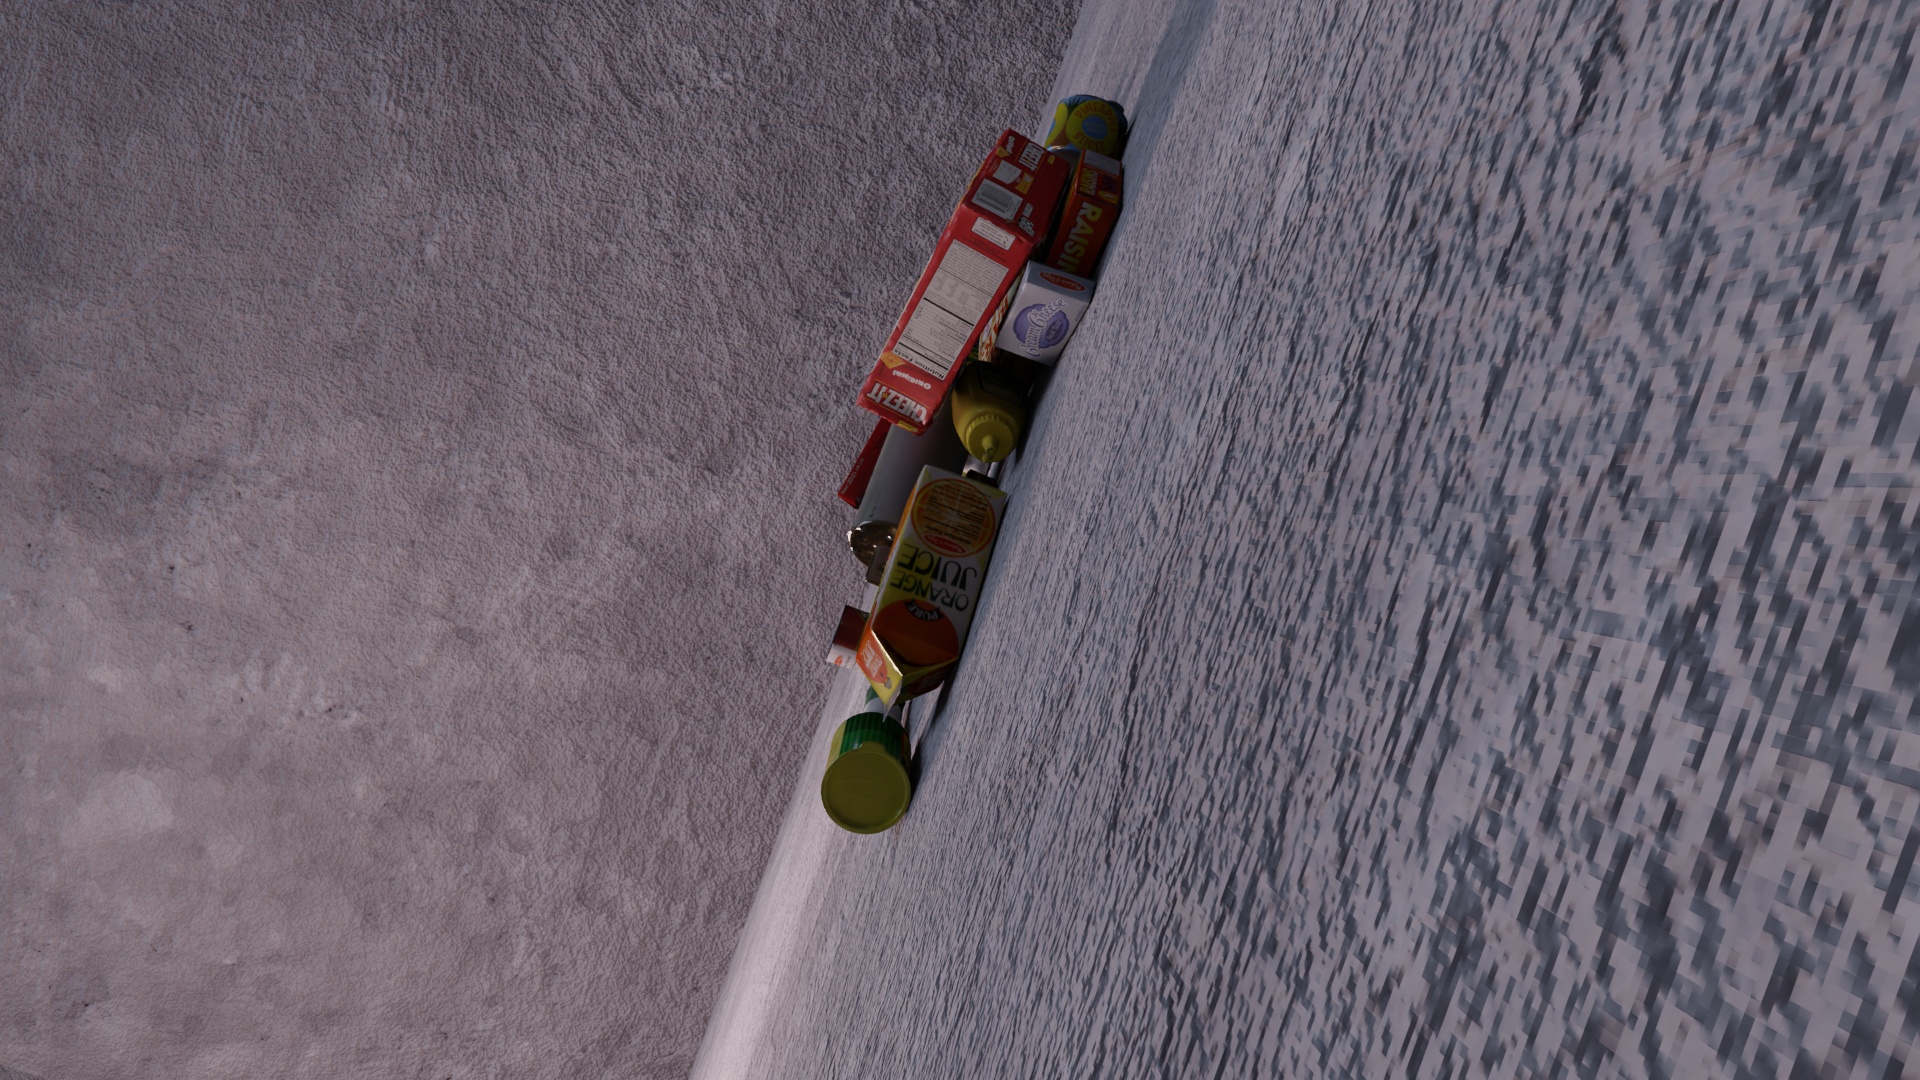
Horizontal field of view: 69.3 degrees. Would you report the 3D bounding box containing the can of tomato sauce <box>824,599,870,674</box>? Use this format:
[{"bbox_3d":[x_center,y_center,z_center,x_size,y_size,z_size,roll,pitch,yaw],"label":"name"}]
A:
[{"bbox_3d":[-0.099,0.113,1.527,0.071,0.083,0.071,-155,86,-85],"label":"can of tomato sauce"}]

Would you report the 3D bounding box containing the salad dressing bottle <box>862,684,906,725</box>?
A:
[{"bbox_3d":[-0.074,0.173,1.245,0.148,0.044,0.064,-82,15,-69],"label":"salad dressing bottle"}]

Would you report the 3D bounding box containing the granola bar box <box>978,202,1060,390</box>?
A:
[{"bbox_3d":[0.060,-0.216,1.277,0.125,0.039,0.164,-89,18,-50],"label":"granola bar box"}]

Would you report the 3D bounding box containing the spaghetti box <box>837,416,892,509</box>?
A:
[{"bbox_3d":[-0.047,-0.144,1.430,0.249,0.029,0.050,-60,-17,7],"label":"spaghetti box"}]

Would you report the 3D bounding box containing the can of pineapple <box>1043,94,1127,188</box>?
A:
[{"bbox_3d":[0.109,-0.350,1.224,0.071,0.071,0.058,126,163,-72],"label":"can of pineapple"}]

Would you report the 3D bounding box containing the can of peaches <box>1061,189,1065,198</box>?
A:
[{"bbox_3d":[0.091,-0.344,1.404,0.058,0.071,0.071,-78,10,-61],"label":"can of peaches"}]

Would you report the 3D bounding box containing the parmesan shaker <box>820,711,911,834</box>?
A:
[{"bbox_3d":[-0.070,0.174,1.069,0.103,0.071,0.071,-98,28,-81],"label":"parmesan shaker"}]

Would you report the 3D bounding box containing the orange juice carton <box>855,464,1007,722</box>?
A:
[{"bbox_3d":[-0.028,0.045,1.087,0.071,0.073,0.193,120,169,-62],"label":"orange juice carton"}]

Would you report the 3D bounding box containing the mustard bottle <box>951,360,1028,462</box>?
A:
[{"bbox_3d":[0.026,-0.103,1.174,0.048,0.065,0.161,-61,13,25],"label":"mustard bottle"}]

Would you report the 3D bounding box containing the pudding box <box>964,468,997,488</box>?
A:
[{"bbox_3d":[0.004,-0.015,1.229,0.050,0.030,0.083,-81,12,-71],"label":"pudding box"}]

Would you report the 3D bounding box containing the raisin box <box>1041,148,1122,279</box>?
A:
[{"bbox_3d":[0.098,-0.258,1.131,0.124,0.040,0.085,-75,8,-58],"label":"raisin box"}]

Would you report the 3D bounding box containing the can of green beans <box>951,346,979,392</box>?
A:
[{"bbox_3d":[0.025,-0.158,1.412,0.071,0.058,0.071,-156,86,-85],"label":"can of green beans"}]

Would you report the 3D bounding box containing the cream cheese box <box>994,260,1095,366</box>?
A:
[{"bbox_3d":[0.064,-0.177,1.089,0.103,0.053,0.024,121,167,-66],"label":"cream cheese box"}]
